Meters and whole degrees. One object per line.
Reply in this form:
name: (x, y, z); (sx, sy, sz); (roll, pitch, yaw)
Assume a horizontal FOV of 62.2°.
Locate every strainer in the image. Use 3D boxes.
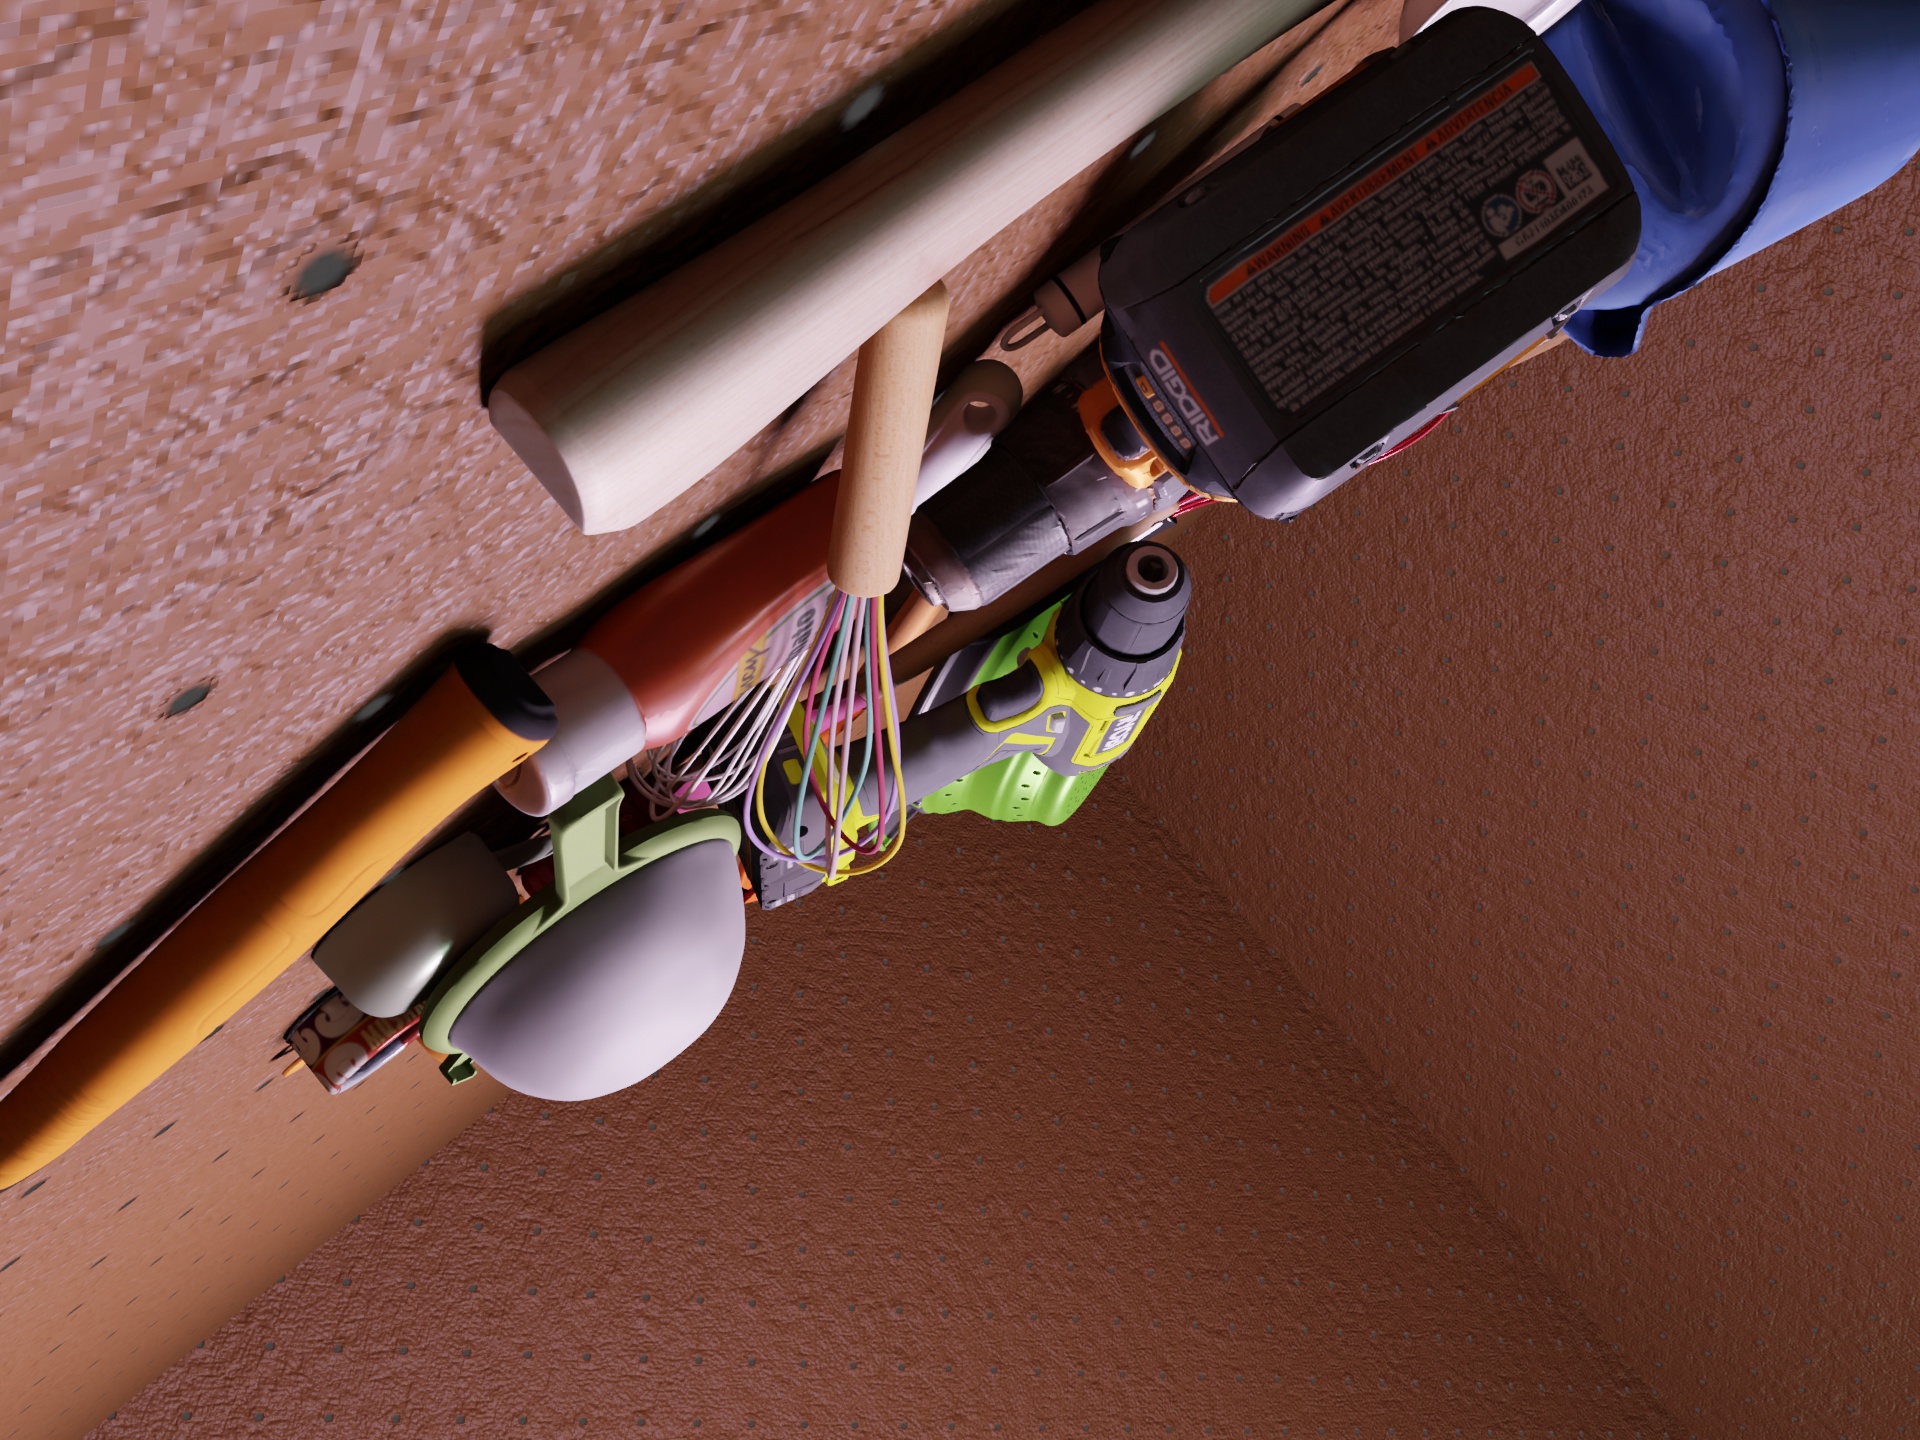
strainer: (-0.125, 0.087, 0.598); (0.151, 0.069, 0.256); (-34, 169, -23)
strainer: (0.118, -0.202, 0.528); (0.258, 0.050, 0.087); (-35, 172, 4)

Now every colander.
colander: (0.093, -0.069, 0.959); (0.397, 0.094, 0.204); (-54, 168, -18)

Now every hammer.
hammer: (-0.240, 0.099, 0.423); (0.337, 0.034, 0.127); (-41, 179, 6)
hammer: (0.073, -0.174, 0.352); (0.410, 0.038, 0.146); (-40, 176, -20)

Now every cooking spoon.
cooking spoon: (-0.028, -0.027, 0.795); (0.319, 0.017, 0.068); (-32, 173, 20)

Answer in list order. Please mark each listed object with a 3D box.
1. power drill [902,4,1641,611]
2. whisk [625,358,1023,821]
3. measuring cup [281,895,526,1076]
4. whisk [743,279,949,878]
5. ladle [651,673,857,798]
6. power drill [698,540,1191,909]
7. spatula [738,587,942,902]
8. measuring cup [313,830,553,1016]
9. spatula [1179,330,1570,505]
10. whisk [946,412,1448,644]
power drill: (0.068, -0.098, 0.469); (0.185, 0.084, 0.226); (-36, -174, -4)
whisk: (-0.056, -0.043, 0.612); (0.246, 0.057, 0.059); (-47, -155, 29)
measuring cup: (-0.263, 0.151, 0.796); (0.095, 0.052, 0.173); (-42, 180, 25)
whisk: (-0.028, -0.029, 0.485); (0.051, 0.047, 0.244); (-36, 154, -36)
ladle: (-0.064, -0.030, 0.941); (0.320, 0.062, 0.078); (-30, 171, -41)
power drill: (-0.001, -0.002, 0.745); (0.228, 0.080, 0.190); (-22, 163, -14)
spatula: (-0.038, -0.022, 0.855); (0.081, 0.041, 0.322); (-17, 150, -53)
measuring cup: (-0.195, 0.077, 0.658); (0.083, 0.038, 0.167); (-41, 176, 15)
spatula: (0.158, -0.149, 0.811); (0.317, 0.044, 0.082); (-22, 177, 16)
whisk: (0.116, -0.114, 0.771); (0.296, 0.073, 0.073); (-30, -179, 19)
